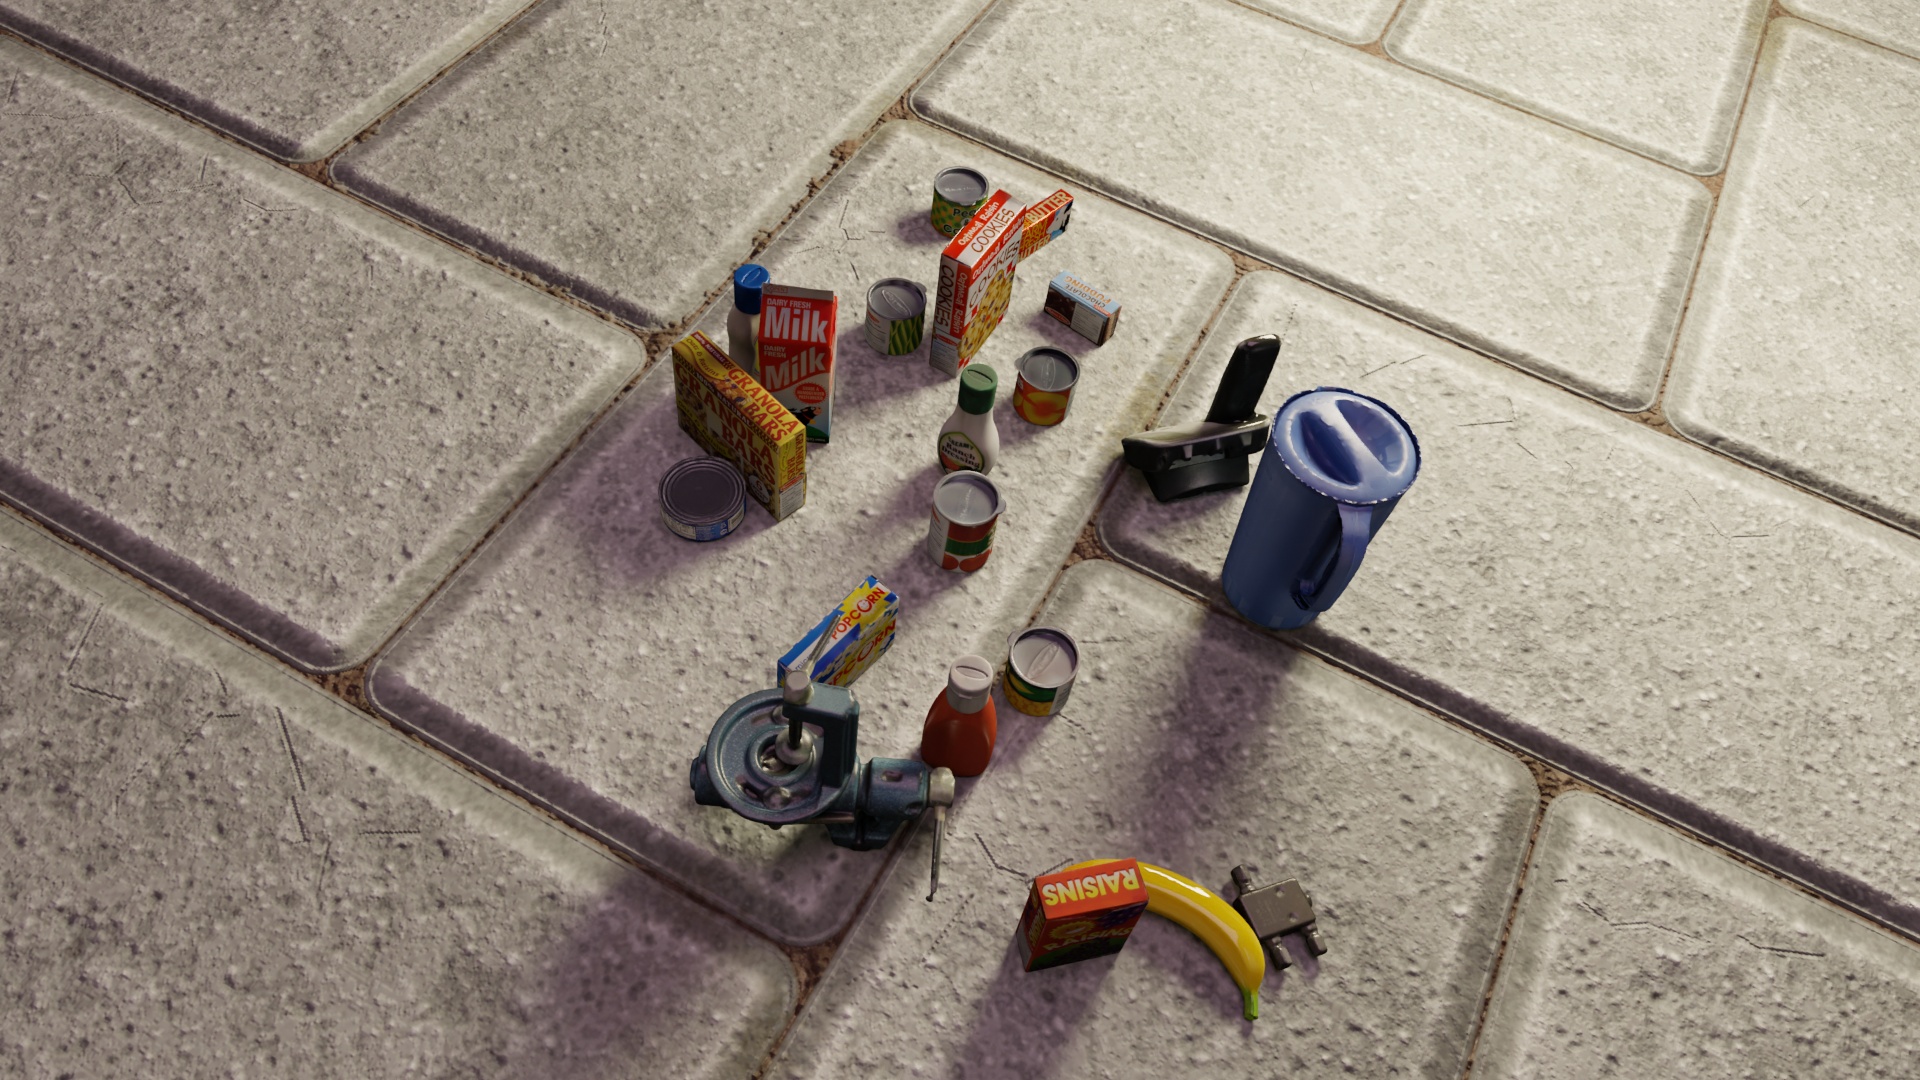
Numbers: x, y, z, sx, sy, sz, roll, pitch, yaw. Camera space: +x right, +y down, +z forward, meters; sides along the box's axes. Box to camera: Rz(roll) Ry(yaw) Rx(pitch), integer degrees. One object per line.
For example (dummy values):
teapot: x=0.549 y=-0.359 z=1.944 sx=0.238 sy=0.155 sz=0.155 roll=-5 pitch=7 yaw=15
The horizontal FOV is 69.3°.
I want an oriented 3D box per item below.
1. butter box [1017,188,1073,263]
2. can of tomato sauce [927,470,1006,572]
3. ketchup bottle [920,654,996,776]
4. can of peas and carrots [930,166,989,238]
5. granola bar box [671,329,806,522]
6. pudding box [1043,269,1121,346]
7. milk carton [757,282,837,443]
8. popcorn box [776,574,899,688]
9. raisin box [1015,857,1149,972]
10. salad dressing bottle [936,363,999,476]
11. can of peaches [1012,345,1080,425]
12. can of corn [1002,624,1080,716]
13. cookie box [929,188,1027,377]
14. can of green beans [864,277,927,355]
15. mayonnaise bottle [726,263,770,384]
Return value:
butter box: x=0.090 y=-0.371 z=1.649 sx=0.024 sy=0.052 sz=0.104 roll=40 pitch=60 yaw=21
can of tomato sauce: x=0.005 y=-0.017 z=1.363 sx=0.071 sy=0.082 sz=0.071 roll=3 pitch=54 yaw=-4
ketchup bottle: x=0.002 y=0.152 z=1.200 sx=0.065 sy=0.148 sz=0.044 roll=14 pitch=54 yaw=3
can of peas and carrots: x=0.000 y=-0.401 z=1.656 sx=0.071 sy=0.058 sz=0.071 roll=3 pitch=54 yaw=-4
granola bar box: x=-0.219 y=-0.114 z=1.381 sx=0.039 sy=0.123 sz=0.166 roll=-36 pitch=66 yaw=-27
pudding box: x=0.138 y=-0.265 z=1.579 sx=0.084 sy=0.049 sz=0.030 roll=35 pitch=58 yaw=18
milk carton: x=-0.163 y=-0.187 z=1.399 sx=0.072 sy=0.189 sz=0.074 roll=5 pitch=54 yaw=-3
popcorn box: x=-0.112 y=0.101 z=1.262 sx=0.038 sy=0.084 sz=0.127 roll=36 pitch=58 yaw=18
raisin box: x=0.095 y=0.303 z=1.117 sx=0.086 sy=0.122 sz=0.040 roll=-7 pitch=56 yaw=-12
salad dressing bottle: x=0.011 y=-0.116 z=1.396 sx=0.064 sy=0.146 sz=0.044 roll=27 pitch=56 yaw=13
can of peaches: x=0.090 y=-0.167 z=1.497 sx=0.071 sy=0.057 sz=0.071 roll=3 pitch=54 yaw=-4
can of corn: x=0.072 y=0.120 z=1.287 sx=0.071 sy=0.058 sz=0.071 roll=3 pitch=54 yaw=-4
cookie box: x=0.017 y=-0.277 z=1.501 sx=0.040 sy=0.166 sz=0.123 roll=27 pitch=56 yaw=12
can of green beans: x=-0.072 y=-0.247 z=1.536 sx=0.071 sy=0.057 sz=0.071 roll=3 pitch=54 yaw=-4
mayonnaise bottle: x=-0.215 y=-0.221 z=1.444 sx=0.041 sy=0.147 sz=0.065 roll=30 pitch=56 yaw=14
